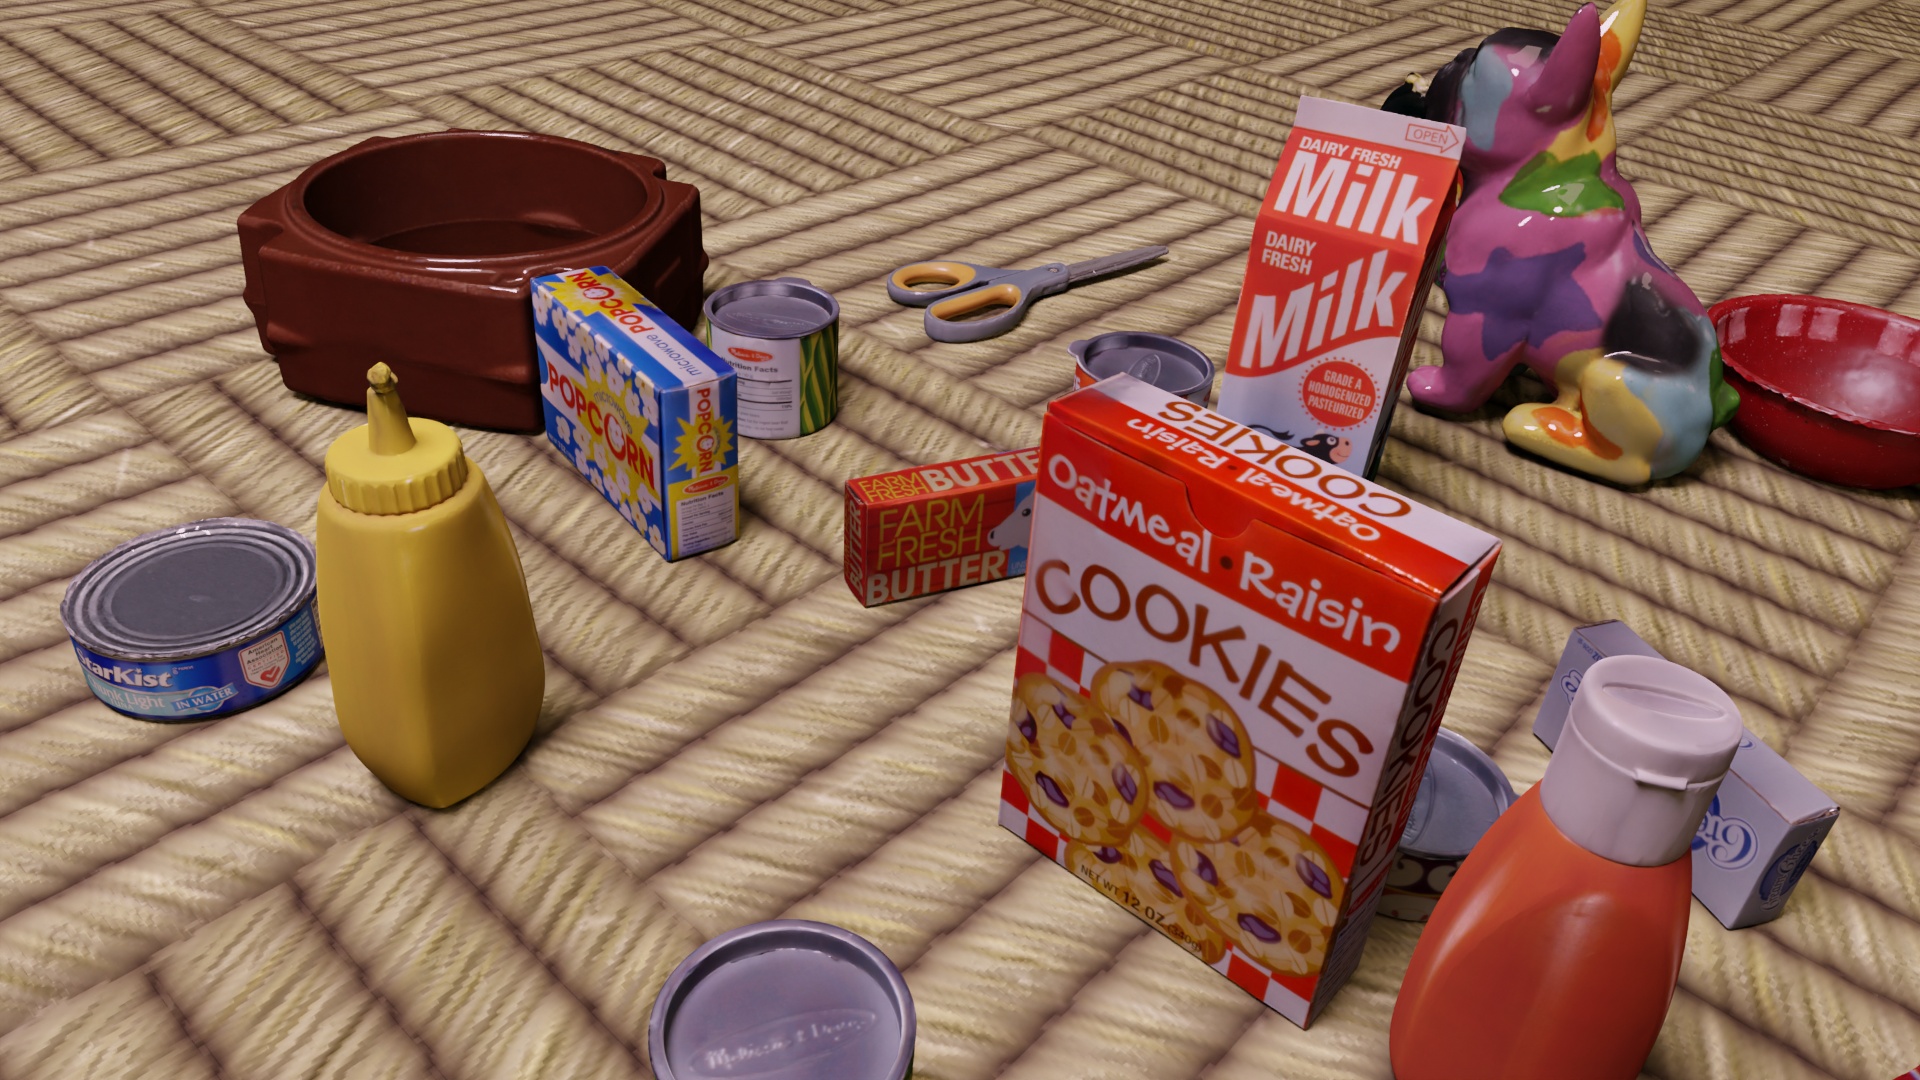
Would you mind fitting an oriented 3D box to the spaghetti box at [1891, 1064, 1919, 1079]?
[{"bbox_3d":[0.221,0.174,0.354,0.251,0.049,0.029,-13,38,-24],"label":"spaghetti box"}]

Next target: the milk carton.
[{"bbox_3d":[0.165,-0.098,0.620,0.072,0.189,0.074,19,37,20],"label":"milk carton"}]

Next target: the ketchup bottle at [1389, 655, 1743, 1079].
[{"bbox_3d":[0.162,0.099,0.369,0.065,0.148,0.044,12,35,10],"label":"ketchup bottle"}]

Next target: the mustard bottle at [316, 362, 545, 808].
[{"bbox_3d":[-0.173,0.012,0.447,0.049,0.159,0.066,19,37,20],"label":"mustard bottle"}]

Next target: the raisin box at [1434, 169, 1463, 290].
[{"bbox_3d":[0.336,-0.205,0.855,0.040,0.122,0.086,-4,35,-12],"label":"raisin box"}]

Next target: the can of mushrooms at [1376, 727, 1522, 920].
[{"bbox_3d":[0.155,0.095,0.475,0.071,0.033,0.071,3,34,-2],"label":"can of mushrooms"}]

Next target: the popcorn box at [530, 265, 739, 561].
[{"bbox_3d":[-0.145,-0.059,0.619,0.038,0.084,0.127,-21,42,-32],"label":"popcorn box"}]

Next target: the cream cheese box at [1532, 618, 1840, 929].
[{"bbox_3d":[0.252,0.080,0.491,0.024,0.053,0.104,-9,36,-19],"label":"cream cheese box"}]

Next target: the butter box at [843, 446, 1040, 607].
[{"bbox_3d":[0.002,-0.007,0.590,0.104,0.052,0.024,-11,37,-21],"label":"butter box"}]

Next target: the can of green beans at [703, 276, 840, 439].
[{"bbox_3d":[-0.094,-0.091,0.696,0.071,0.057,0.071,3,34,-2],"label":"can of green beans"}]

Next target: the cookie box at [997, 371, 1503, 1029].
[{"bbox_3d":[0.075,0.049,0.416,0.123,0.166,0.040,29,41,31],"label":"cookie box"}]

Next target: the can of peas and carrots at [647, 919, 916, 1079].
[{"bbox_3d":[-0.044,0.144,0.358,0.071,0.058,0.071,3,34,-2],"label":"can of peas and carrots"}]

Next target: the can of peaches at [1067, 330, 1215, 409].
[{"bbox_3d":[0.084,-0.062,0.675,0.071,0.057,0.071,3,34,-2],"label":"can of peaches"}]
